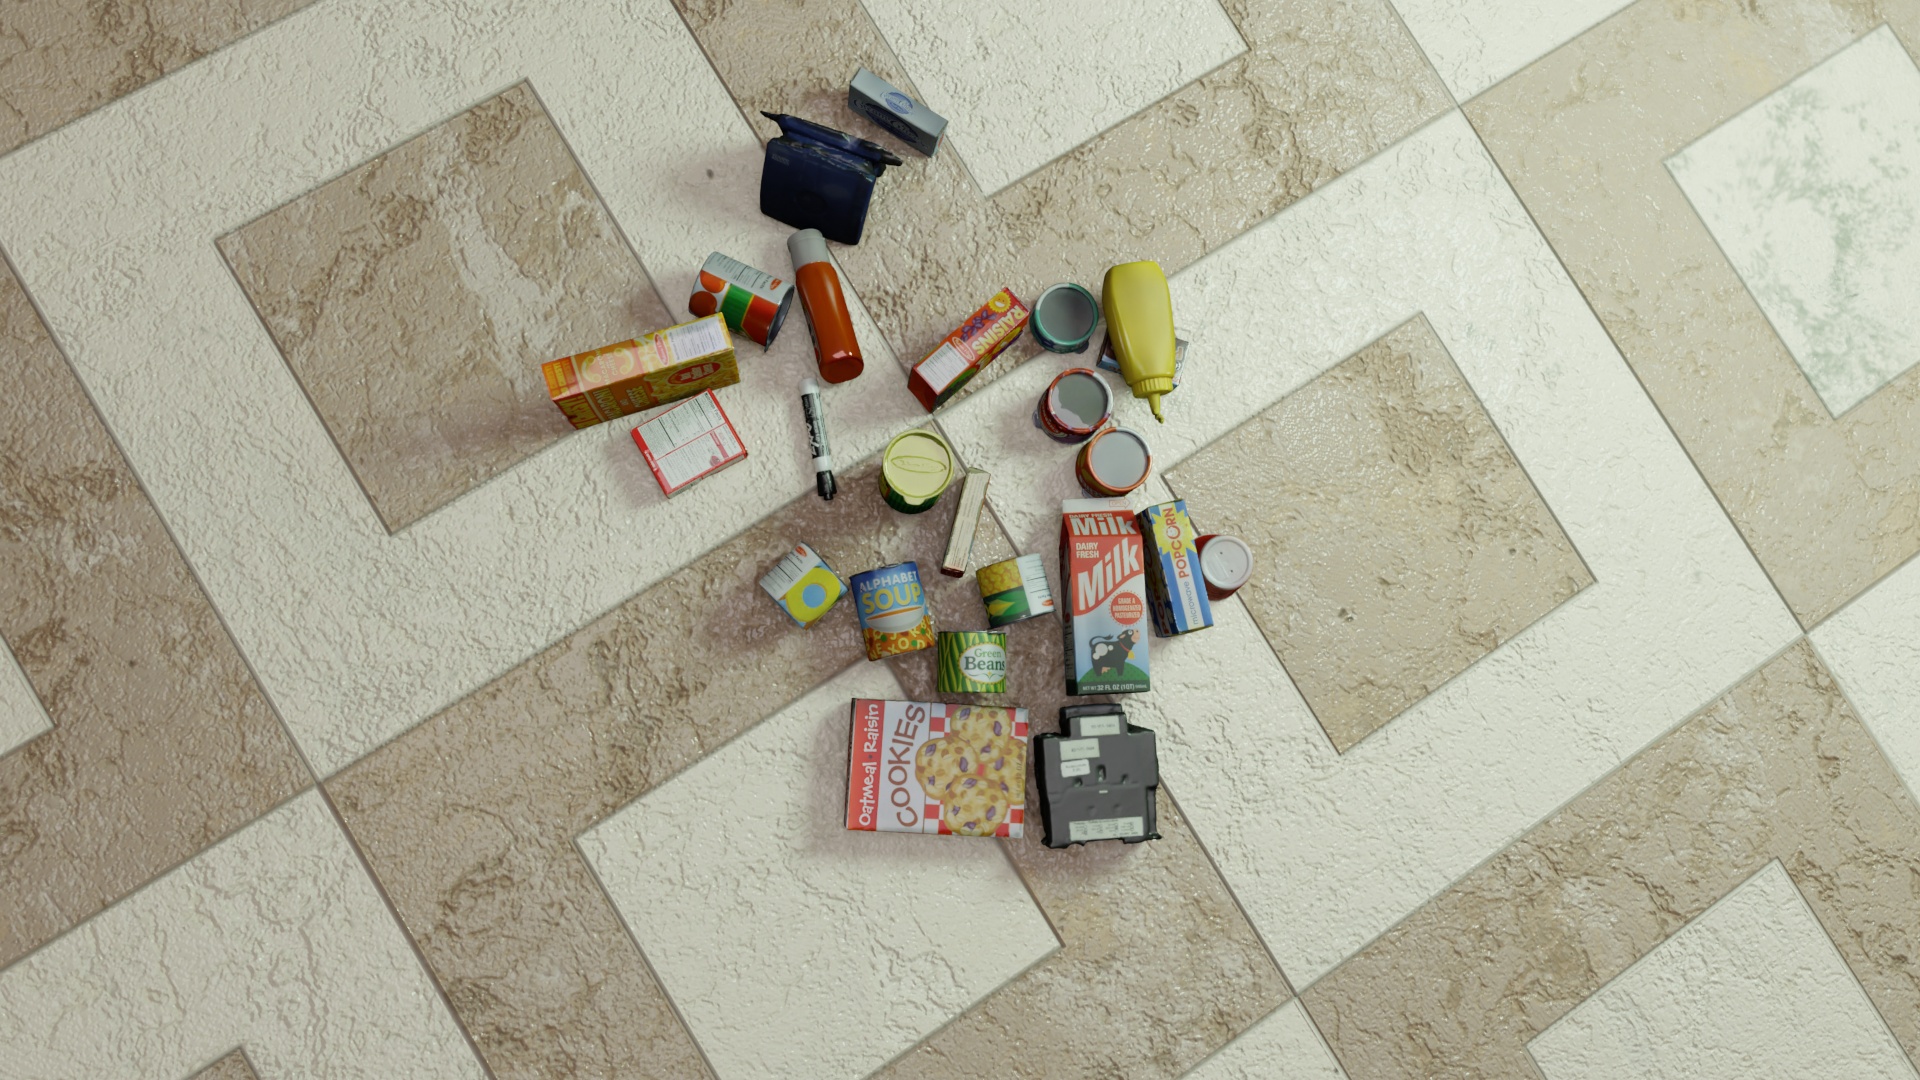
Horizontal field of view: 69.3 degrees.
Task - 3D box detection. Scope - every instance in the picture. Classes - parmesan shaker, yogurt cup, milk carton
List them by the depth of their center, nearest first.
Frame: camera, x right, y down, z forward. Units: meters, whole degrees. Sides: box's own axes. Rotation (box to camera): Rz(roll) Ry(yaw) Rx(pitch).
[{"bbox_3d":[-0.044,-0.061,1.319,0.071,0.103,0.071,1,82,-6],"label":"parmesan shaker"},{"bbox_3d":[0.137,0.053,1.339,0.072,0.073,0.190,-2,83,-5],"label":"milk carton"},{"bbox_3d":[0.255,0.024,1.367,0.072,0.054,0.072,1,83,-6],"label":"yogurt cup"}]

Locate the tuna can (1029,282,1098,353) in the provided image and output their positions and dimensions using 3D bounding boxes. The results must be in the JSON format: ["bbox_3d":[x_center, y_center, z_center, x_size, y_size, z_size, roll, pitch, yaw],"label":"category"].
[{"bbox_3d":[0.106,-0.221,1.393,0.071,0.033,0.071,1,82,-6],"label":"tuna can"}]

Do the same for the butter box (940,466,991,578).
[{"bbox_3d":[0.005,-0.017,1.345,0.024,0.053,0.103,15,81,-2],"label":"butter box"}]

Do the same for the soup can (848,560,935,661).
[{"bbox_3d":[-0.064,0.067,1.316,0.071,0.071,0.084,-13,85,-8],"label":"soup can"}]

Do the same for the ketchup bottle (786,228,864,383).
[{"bbox_3d":[-0.133,-0.231,1.354,0.043,0.064,0.149,-16,76,-2],"label":"ketchup bottle"}]

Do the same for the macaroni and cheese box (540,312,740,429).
[{"bbox_3d":[-0.293,-0.155,1.293,0.167,0.123,0.040,-18,84,-8],"label":"macaroni and cheese box"}]

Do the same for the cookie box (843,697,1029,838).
[{"bbox_3d":[-0.023,0.215,1.318,0.168,0.040,0.123,4,82,-7],"label":"cookie box"}]

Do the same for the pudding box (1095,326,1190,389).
[{"bbox_3d":[0.184,-0.187,1.399,0.084,0.030,0.050,18,81,-4],"label":"pudding box"}]

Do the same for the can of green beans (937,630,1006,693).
[{"bbox_3d":[0.011,0.116,1.321,0.071,0.071,0.058,1,83,-6],"label":"can of green beans"}]

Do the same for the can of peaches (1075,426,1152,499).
[{"bbox_3d":[0.150,-0.073,1.366,0.071,0.058,0.071,1,82,-7],"label":"can of peaches"}]

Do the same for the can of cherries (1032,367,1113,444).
[{"bbox_3d":[0.110,-0.131,1.369,0.071,0.058,0.071,1,83,-7],"label":"can of cherries"}]

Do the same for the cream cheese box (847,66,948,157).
[{"bbox_3d":[-0.064,-0.428,1.391,0.104,0.053,0.024,32,79,-2],"label":"cream cheese box"}]

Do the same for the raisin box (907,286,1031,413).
[{"bbox_3d":[0.008,-0.184,1.350,0.123,0.086,0.040,-43,87,-10],"label":"raisin box"}]

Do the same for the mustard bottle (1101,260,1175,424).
[{"bbox_3d":[0.179,-0.190,1.358,0.065,0.048,0.160,-7,83,-7],"label":"mustard bottle"}]

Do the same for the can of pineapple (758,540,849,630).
[{"bbox_3d":[-0.147,0.044,1.313,0.058,0.071,0.071,-44,89,-9],"label":"can of pineapple"}]

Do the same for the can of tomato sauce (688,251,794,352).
[{"bbox_3d":[-0.212,-0.231,1.342,0.083,0.071,0.071,24,81,-2],"label":"can of tomato sauce"}]

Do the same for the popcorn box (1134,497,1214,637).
[{"bbox_3d":[0.203,0.029,1.345,0.038,0.085,0.126,-12,84,-7],"label":"popcorn box"}]

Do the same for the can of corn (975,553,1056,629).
[{"bbox_3d":[0.051,0.049,1.336,0.071,0.071,0.058,-15,84,-8],"label":"can of corn"}]
